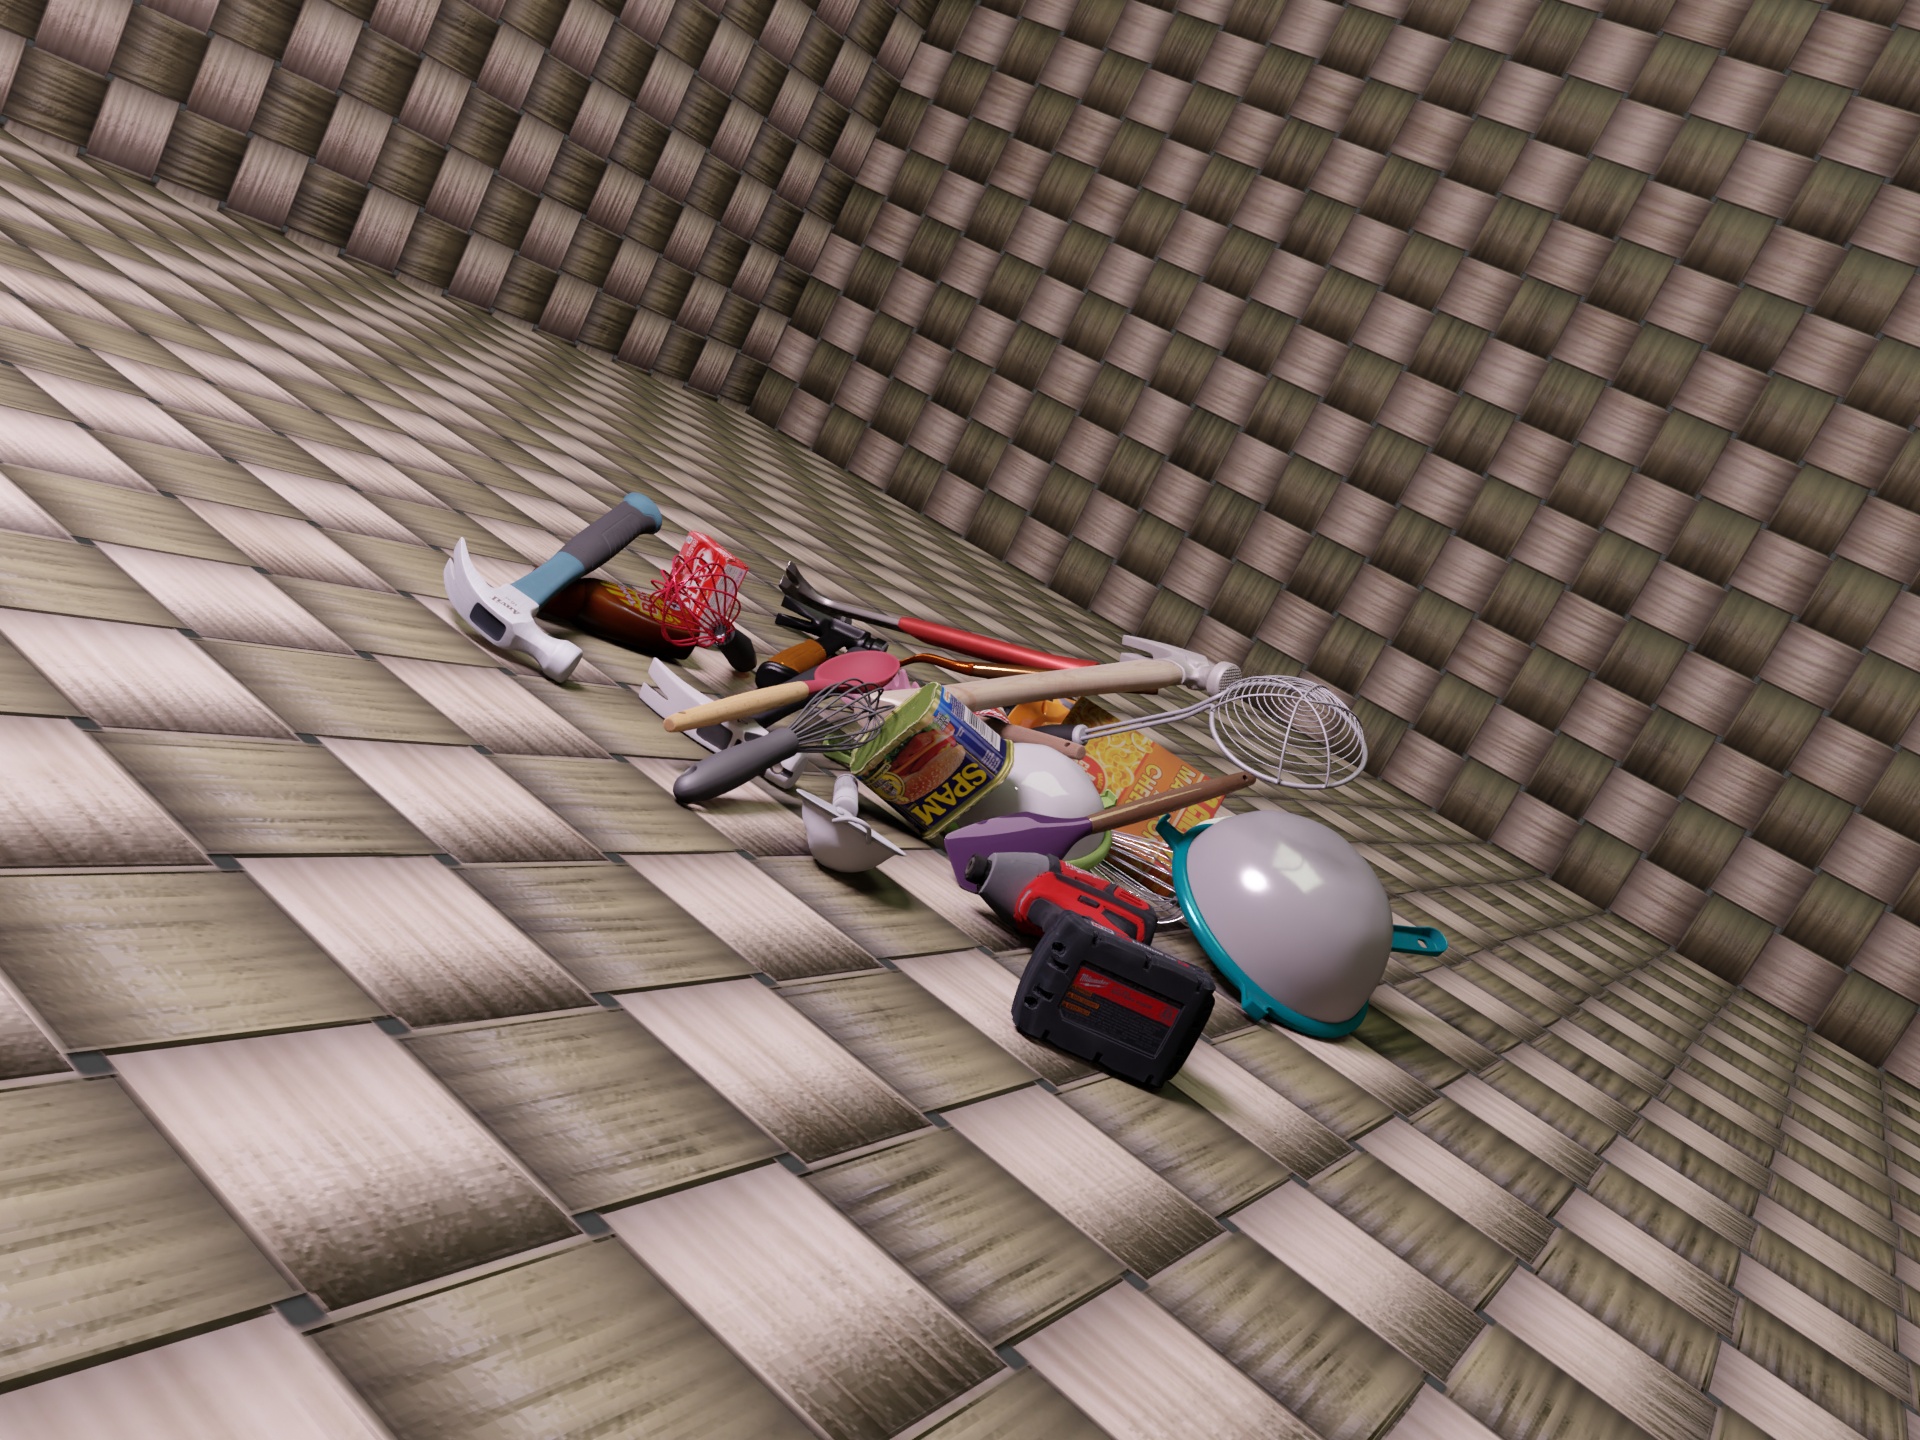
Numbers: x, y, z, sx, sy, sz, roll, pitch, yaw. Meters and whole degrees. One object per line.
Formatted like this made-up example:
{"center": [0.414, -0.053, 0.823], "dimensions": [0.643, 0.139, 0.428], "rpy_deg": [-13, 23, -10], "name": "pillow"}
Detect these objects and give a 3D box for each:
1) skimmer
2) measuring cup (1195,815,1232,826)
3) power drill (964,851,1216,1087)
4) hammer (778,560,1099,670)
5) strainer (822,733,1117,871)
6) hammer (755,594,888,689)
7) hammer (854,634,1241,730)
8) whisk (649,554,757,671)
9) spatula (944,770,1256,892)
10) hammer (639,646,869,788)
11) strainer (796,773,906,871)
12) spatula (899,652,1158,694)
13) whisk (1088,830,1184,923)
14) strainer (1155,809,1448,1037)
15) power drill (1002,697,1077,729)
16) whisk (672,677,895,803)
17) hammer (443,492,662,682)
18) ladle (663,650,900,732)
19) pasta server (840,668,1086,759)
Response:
{"center": [0.163, 0.029, 1.353], "dimensions": [0.363, 0.090, 0.127], "rpy_deg": [-12, 24, 40], "name": "skimmer"}
{"center": [0.254, 0.158, 1.439], "dimensions": [0.038, 0.083, 0.167], "rpy_deg": [-9, -54, 43], "name": "measuring cup"}
{"center": [0.078, 0.149, 1.063], "dimensions": [0.143, 0.078, 0.220], "rpy_deg": [25, 8, -11], "name": "power drill"}
{"center": [-0.021, -0.094, 1.726], "dimensions": [0.359, 0.037, 0.149], "rpy_deg": [17, -12, 24], "name": "hammer"}
{"center": [0.009, 0.041, 1.314], "dimensions": [0.256, 0.069, 0.151], "rpy_deg": [20, 30, 8], "name": "strainer"}
{"center": [-0.158, -0.070, 1.593], "dimensions": [0.127, 0.034, 0.337], "rpy_deg": [24, 12, 2], "name": "hammer"}
{"center": [0.070, -0.032, 1.440], "dimensions": [0.410, 0.038, 0.146], "rpy_deg": [-8, 20, -40], "name": "hammer"}
{"center": [-0.205, -0.079, 1.340], "dimensions": [0.073, 0.073, 0.295], "rpy_deg": [29, -6, 7], "name": "whisk"}
{"center": [0.121, 0.080, 1.266], "dimensions": [0.316, 0.018, 0.060], "rpy_deg": [-14, 78, -34], "name": "spatula"}
{"center": [-0.143, -0.025, 1.345], "dimensions": [0.146, 0.035, 0.335], "rpy_deg": [29, 18, 9], "name": "hammer"}
{"center": [-0.083, 0.068, 1.139], "dimensions": [0.087, 0.050, 0.258], "rpy_deg": [32, 5, -7], "name": "strainer"}
{"center": [0.036, -0.040, 1.596], "dimensions": [0.322, 0.041, 0.081], "rpy_deg": [6, 5, 5], "name": "spatula"}
{"center": [0.089, 0.095, 1.385], "dimensions": [0.285, 0.070, 0.070], "rpy_deg": [28, 10, 30], "name": "whisk"}
{"center": [0.331, 0.156, 1.341], "dimensions": [0.340, 0.095, 0.211], "rpy_deg": [11, 42, -38], "name": "strainer"}
{"center": [0.107, 0.045, 1.604], "dimensions": [0.185, 0.084, 0.226], "rpy_deg": [14, 21, -43], "name": "power drill"}
{"center": [-0.123, 0.017, 1.142], "dimensions": [0.055, 0.055, 0.239], "rpy_deg": [31, 29, 20], "name": "whisk"}
{"center": [-0.314, -0.130, 1.302], "dimensions": [0.128, 0.033, 0.331], "rpy_deg": [34, 23, -5], "name": "hammer"}
{"center": [-0.136, -0.021, 1.238], "dimensions": [0.069, 0.031, 0.315], "rpy_deg": [8, 12, 23], "name": "ladle"}
{"center": [-0.002, -0.005, 1.451], "dimensions": [0.316, 0.060, 0.040], "rpy_deg": [15, -33, 49], "name": "pasta server"}
